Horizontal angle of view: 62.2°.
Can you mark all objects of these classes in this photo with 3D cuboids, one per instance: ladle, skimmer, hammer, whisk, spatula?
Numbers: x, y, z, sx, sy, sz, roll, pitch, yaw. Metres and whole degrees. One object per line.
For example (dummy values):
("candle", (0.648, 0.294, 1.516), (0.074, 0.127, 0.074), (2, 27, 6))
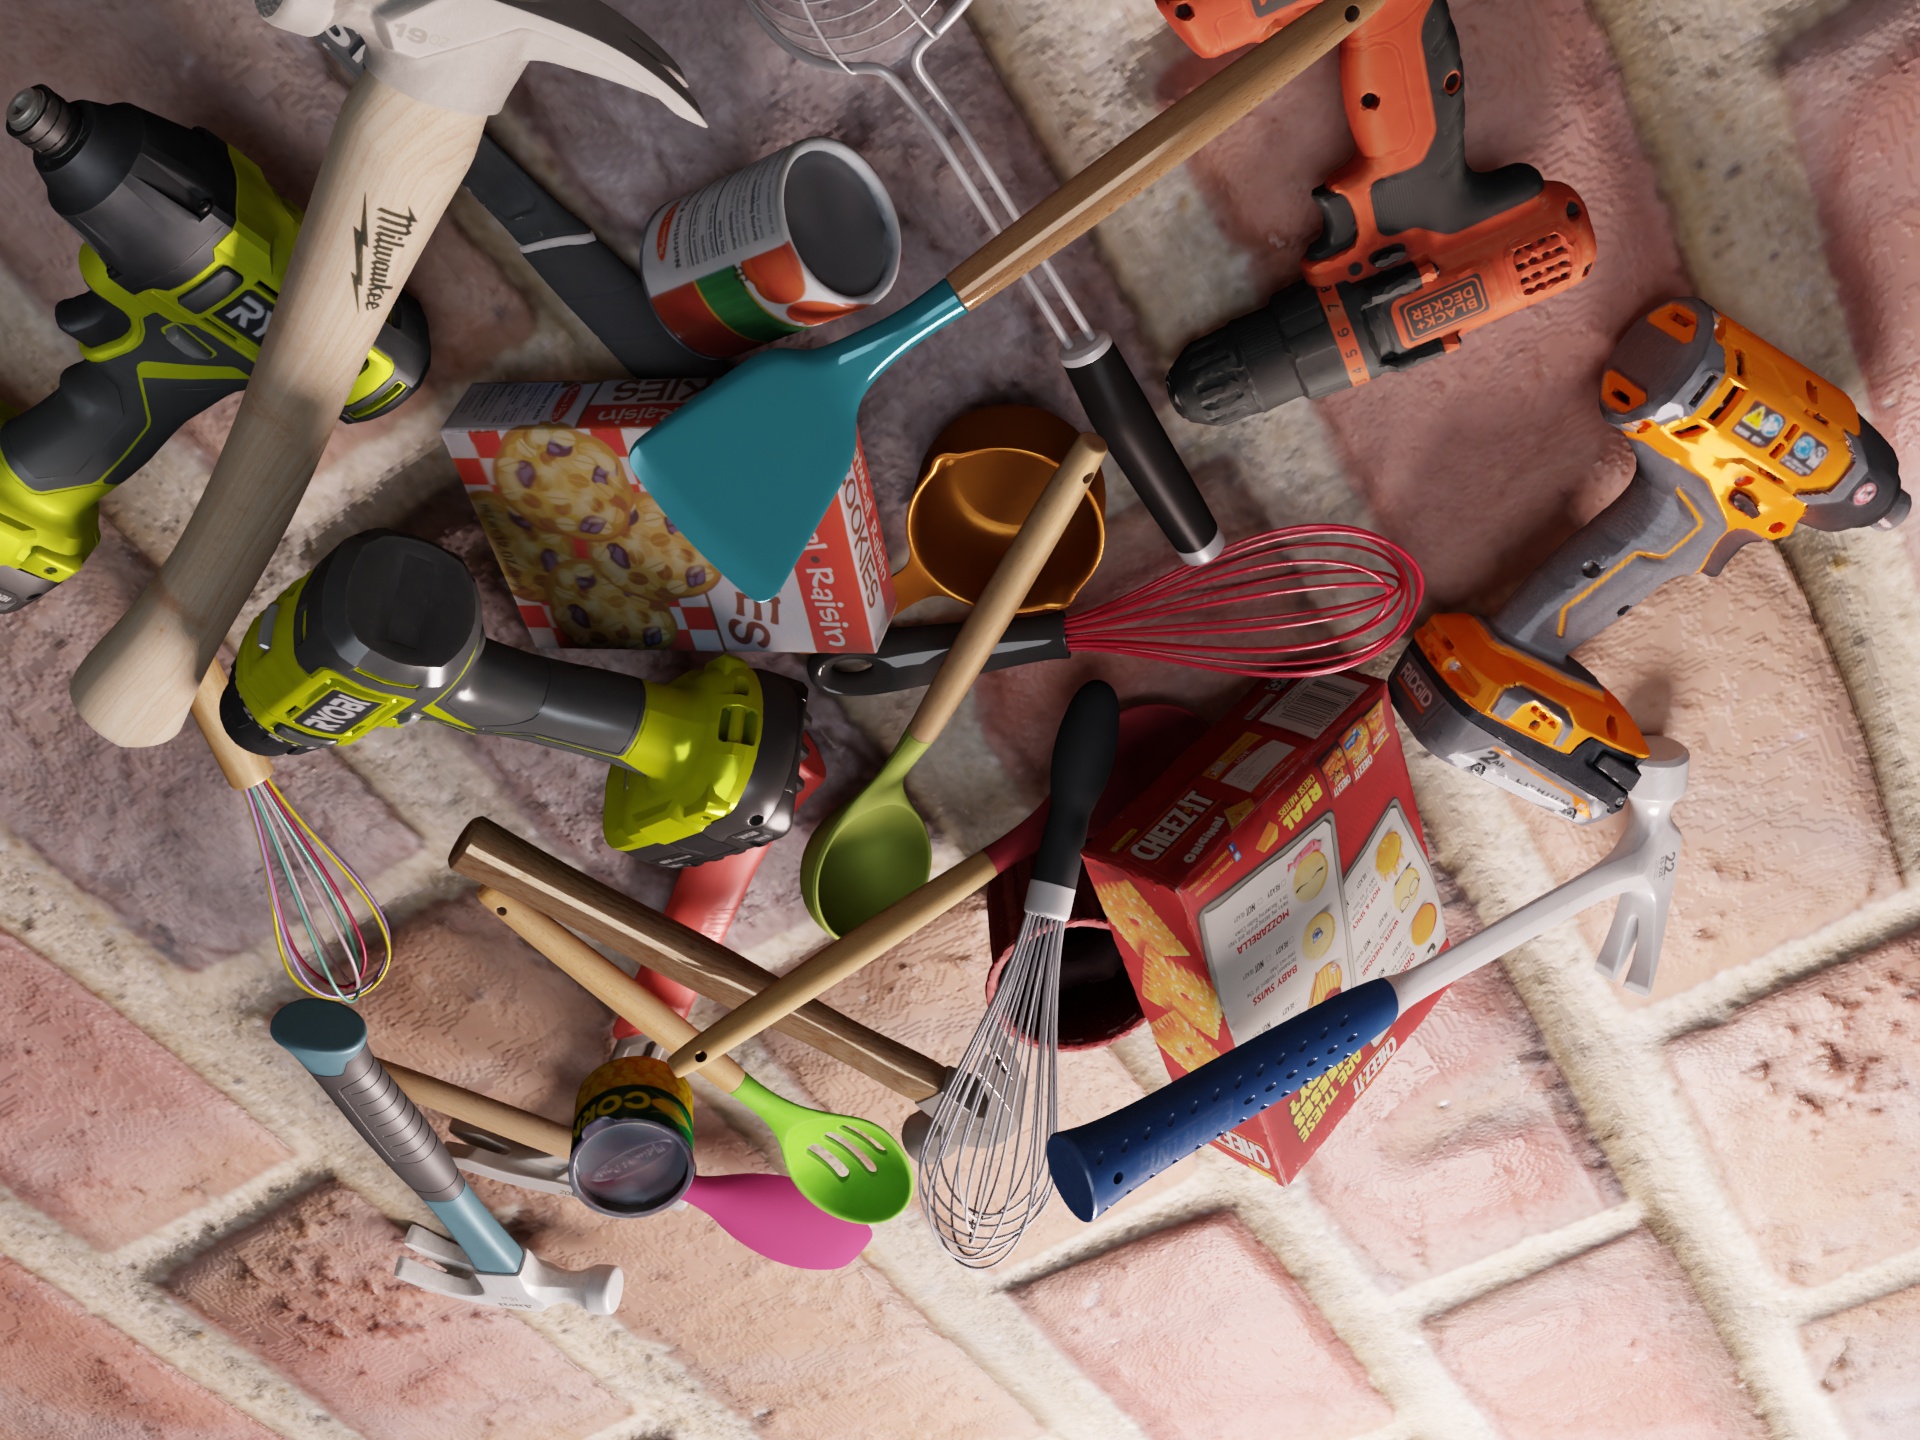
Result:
("ladle", (-0.001, -0.002, 0.738), (0.078, 0.062, 0.320), (-17, 151, -39))
("skimmer", (0.029, -0.214, 0.637), (0.127, 0.090, 0.362), (-9, 136, 34))
("hammer", (-0.297, 0.256, 0.898), (0.128, 0.033, 0.330), (0, 138, 10))
("hammer", (-0.169, 0.139, 0.874), (0.149, 0.037, 0.359), (18, 121, -15))
("whisk", (0.034, 0.117, 0.761), (0.070, 0.070, 0.285), (16, 82, -14))
("hammer", (-0.107, 0.139, 0.820), (0.331, 0.031, 0.130), (32, 140, -18))
("spatula", (0.023, -0.167, 0.585), (0.317, 0.044, 0.082), (-35, 123, 9))
("whisk", (-0.350, 0.049, 0.798), (0.047, 0.051, 0.244), (-8, 121, 8))
("hammer", (-0.254, -0.115, 0.621), (0.146, 0.038, 0.410), (3, 144, -43))
("hammer", (-0.182, -0.206, 0.644), (0.149, 0.036, 0.408), (-35, 120, 19))
("ladle", (-0.006, 0.086, 0.790), (0.315, 0.031, 0.069), (-32, 105, -12))
("whisk", (0.070, -0.045, 0.759), (0.296, 0.073, 0.073), (-8, 124, 9))
("hammer", (0.216, 0.138, 0.776), (0.405, 0.035, 0.144), (-21, 118, -27))

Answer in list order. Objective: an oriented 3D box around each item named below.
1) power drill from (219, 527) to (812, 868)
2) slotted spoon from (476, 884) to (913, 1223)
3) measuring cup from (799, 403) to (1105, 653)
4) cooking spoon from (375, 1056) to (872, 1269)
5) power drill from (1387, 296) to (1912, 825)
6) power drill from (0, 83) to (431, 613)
("power drill", (-0.201, 0.000, 0.706), (0.228, 0.080, 0.190), (20, 154, -34))
("slotted spoon", (-0.139, 0.182, 0.867), (0.070, 0.031, 0.313), (-36, 117, 19))
("measuring cup", (-0.011, -0.082, 0.734), (0.173, 0.052, 0.095), (-26, 123, 30))
("cooking spoon", (-0.192, 0.258, 0.920), (0.318, 0.017, 0.068), (28, 115, -21))
("power drill", (0.328, -0.064, 0.749), (0.164, 0.084, 0.226), (23, 115, -19))
("power drill", (-0.349, -0.141, 0.620), (0.223, 0.080, 0.171), (-27, 152, 14))
